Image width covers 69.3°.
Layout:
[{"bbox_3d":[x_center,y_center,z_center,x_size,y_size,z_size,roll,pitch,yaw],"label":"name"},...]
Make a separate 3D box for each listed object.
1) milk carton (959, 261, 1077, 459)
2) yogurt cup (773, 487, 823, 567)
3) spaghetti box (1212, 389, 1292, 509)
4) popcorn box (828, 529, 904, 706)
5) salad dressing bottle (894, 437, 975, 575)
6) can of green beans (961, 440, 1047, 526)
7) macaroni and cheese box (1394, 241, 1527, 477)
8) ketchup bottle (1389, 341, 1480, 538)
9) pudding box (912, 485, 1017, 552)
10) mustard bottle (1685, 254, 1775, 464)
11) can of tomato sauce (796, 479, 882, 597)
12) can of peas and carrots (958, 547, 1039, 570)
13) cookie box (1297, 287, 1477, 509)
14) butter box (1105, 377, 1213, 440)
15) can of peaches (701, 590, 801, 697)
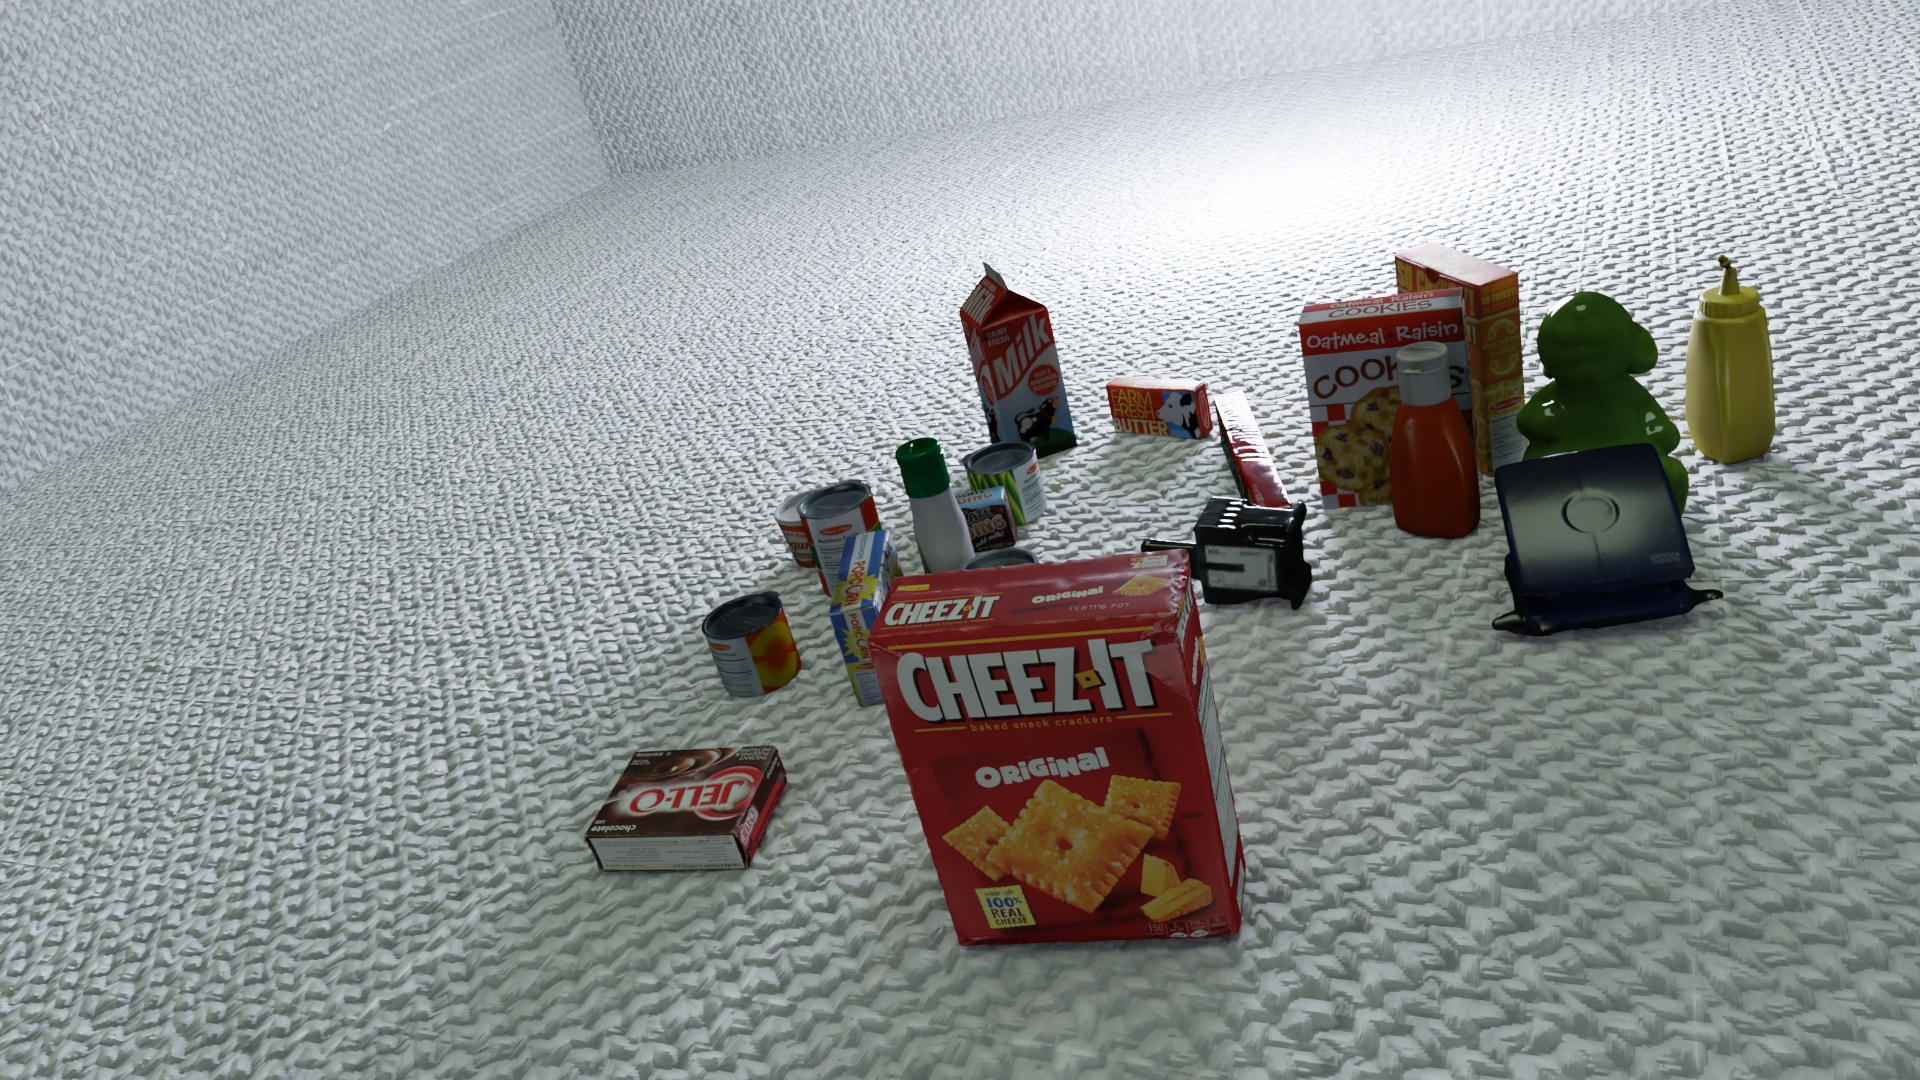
[{"bbox_3d":[0.052,-0.176,1.358,0.073,0.189,0.072,-19,26,-8],"label":"milk carton"},{"bbox_3d":[-0.133,-0.011,1.283,0.072,0.053,0.073,-12,26,6],"label":"yogurt cup"},{"bbox_3d":[0.250,-0.060,1.186,0.029,0.050,0.251,-12,26,7],"label":"spaghetti box"},{"bbox_3d":[-0.067,0.058,1.080,0.038,0.085,0.127,-11,26,8],"label":"popcorn box"},{"bbox_3d":[-0.017,-0.010,1.117,0.044,0.147,0.064,-12,26,7],"label":"salad dressing bottle"},{"bbox_3d":[0.042,-0.051,1.267,0.071,0.057,0.071,-12,26,6],"label":"can of green beans"},{"bbox_3d":[0.413,-0.151,1.149,0.040,0.165,0.124,-19,26,-8],"label":"macaroni and cheese box"},{"bbox_3d":[0.355,-0.075,1.050,0.065,0.148,0.044,9,35,40],"label":"ketchup bottle"},{"bbox_3d":[0.004,-0.015,1.226,0.084,0.049,0.030,-11,26,9],"label":"pudding box"},{"bbox_3d":[0.580,-0.139,1.046,0.049,0.159,0.065,-14,26,2],"label":"mustard bottle"},{"bbox_3d":[-0.099,-0.001,1.213,0.071,0.082,0.071,-12,26,6],"label":"can of tomato sauce"},{"bbox_3d":[0.032,0.047,1.078,0.071,0.058,0.071,-12,26,6],"label":"can of peas and carrots"},{"bbox_3d":[0.342,-0.111,1.106,0.123,0.166,0.040,-3,28,22],"label":"cookie box"},{"bbox_3d":[0.192,-0.129,1.348,0.103,0.053,0.024,9,35,40],"label":"butter box"},{"bbox_3d":[-0.165,0.083,1.112,0.071,0.057,0.071,-12,26,6],"label":"can of peaches"}]
